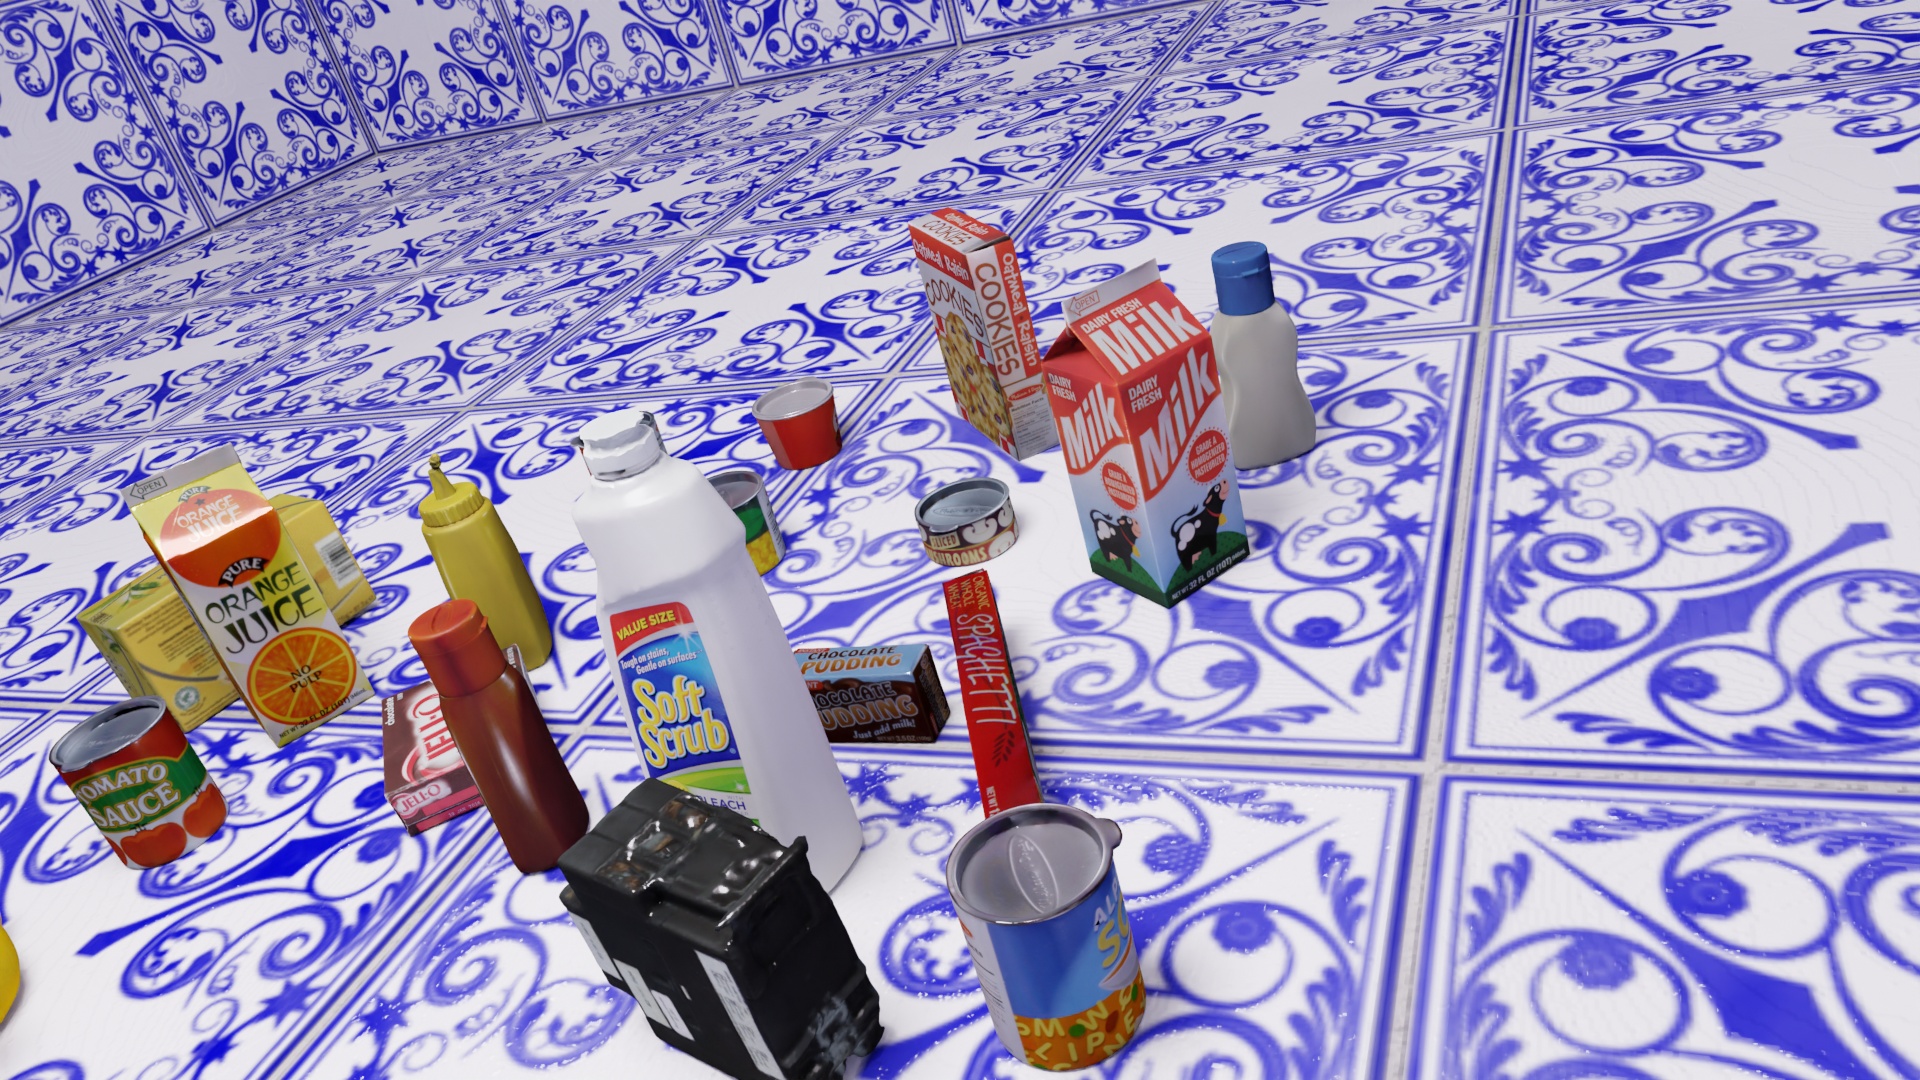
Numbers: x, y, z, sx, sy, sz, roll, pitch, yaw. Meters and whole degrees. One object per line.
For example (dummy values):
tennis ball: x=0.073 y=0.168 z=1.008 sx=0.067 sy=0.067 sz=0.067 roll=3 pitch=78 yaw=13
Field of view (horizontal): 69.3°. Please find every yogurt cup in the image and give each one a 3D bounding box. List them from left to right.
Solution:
yogurt cup: x=-0.129 y=-0.093 z=1.124 sx=0.072 sy=0.053 sz=0.073 roll=-12 pitch=28 yaw=7

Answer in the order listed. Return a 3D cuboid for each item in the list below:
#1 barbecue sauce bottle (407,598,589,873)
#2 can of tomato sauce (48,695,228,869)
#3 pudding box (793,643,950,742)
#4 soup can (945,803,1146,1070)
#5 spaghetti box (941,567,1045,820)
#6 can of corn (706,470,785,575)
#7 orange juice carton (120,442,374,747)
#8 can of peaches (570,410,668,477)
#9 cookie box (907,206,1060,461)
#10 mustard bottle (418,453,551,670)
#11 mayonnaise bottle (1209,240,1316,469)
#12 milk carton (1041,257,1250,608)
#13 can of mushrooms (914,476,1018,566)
barbecue sauce bottle: x=-0.242 y=0.101 z=0.732 sx=0.044 sy=0.148 sz=0.065 roll=-17 pitch=28 yaw=-3
can of tomato sauce: x=-0.497 y=0.148 z=0.843 sx=0.071 sy=0.082 sz=0.071 roll=-12 pitch=28 yaw=7
pudding box: x=-0.053 y=0.085 z=0.771 sx=0.083 sy=0.049 sz=0.030 roll=-3 pitch=30 yaw=21
soup can: x=0.038 y=0.158 z=0.558 sx=0.071 sy=0.083 sz=0.072 roll=-12 pitch=28 yaw=7
spaghetti box: x=0.020 y=0.096 z=0.715 sx=0.029 sy=0.050 sz=0.251 roll=-15 pitch=28 yaw=1
can of corn: x=-0.166 y=-0.008 z=0.985 sx=0.071 sy=0.058 sz=0.071 roll=-12 pitch=28 yaw=7
orange juice carton: x=-0.473 y=0.033 z=0.922 sx=0.072 sy=0.191 sz=0.073 roll=-33 pitch=32 yaw=-29
can of peaches: x=-0.277 y=-0.066 z=1.146 sx=0.071 sy=0.057 sz=0.071 roll=-12 pitch=28 yaw=7
cookie box: x=0.018 y=-0.158 z=1.050 sx=0.040 sy=0.166 sz=0.123 roll=-23 pitch=29 yaw=-13
mustard bottle: x=-0.319 y=0.012 z=0.917 sx=0.049 sy=0.159 sz=0.065 roll=-19 pitch=28 yaw=-6
mayonnaise bottle: x=0.195 y=-0.122 z=0.917 sx=0.065 sy=0.147 sz=0.041 roll=-17 pitch=28 yaw=-2
milk carton: x=0.106 y=-0.064 z=0.812 sx=0.072 sy=0.189 sz=0.073 roll=-29 pitch=31 yaw=-24
can of mushrooms: x=0.003 y=-0.012 z=0.934 sx=0.071 sy=0.033 sz=0.071 roll=-12 pitch=28 yaw=7
